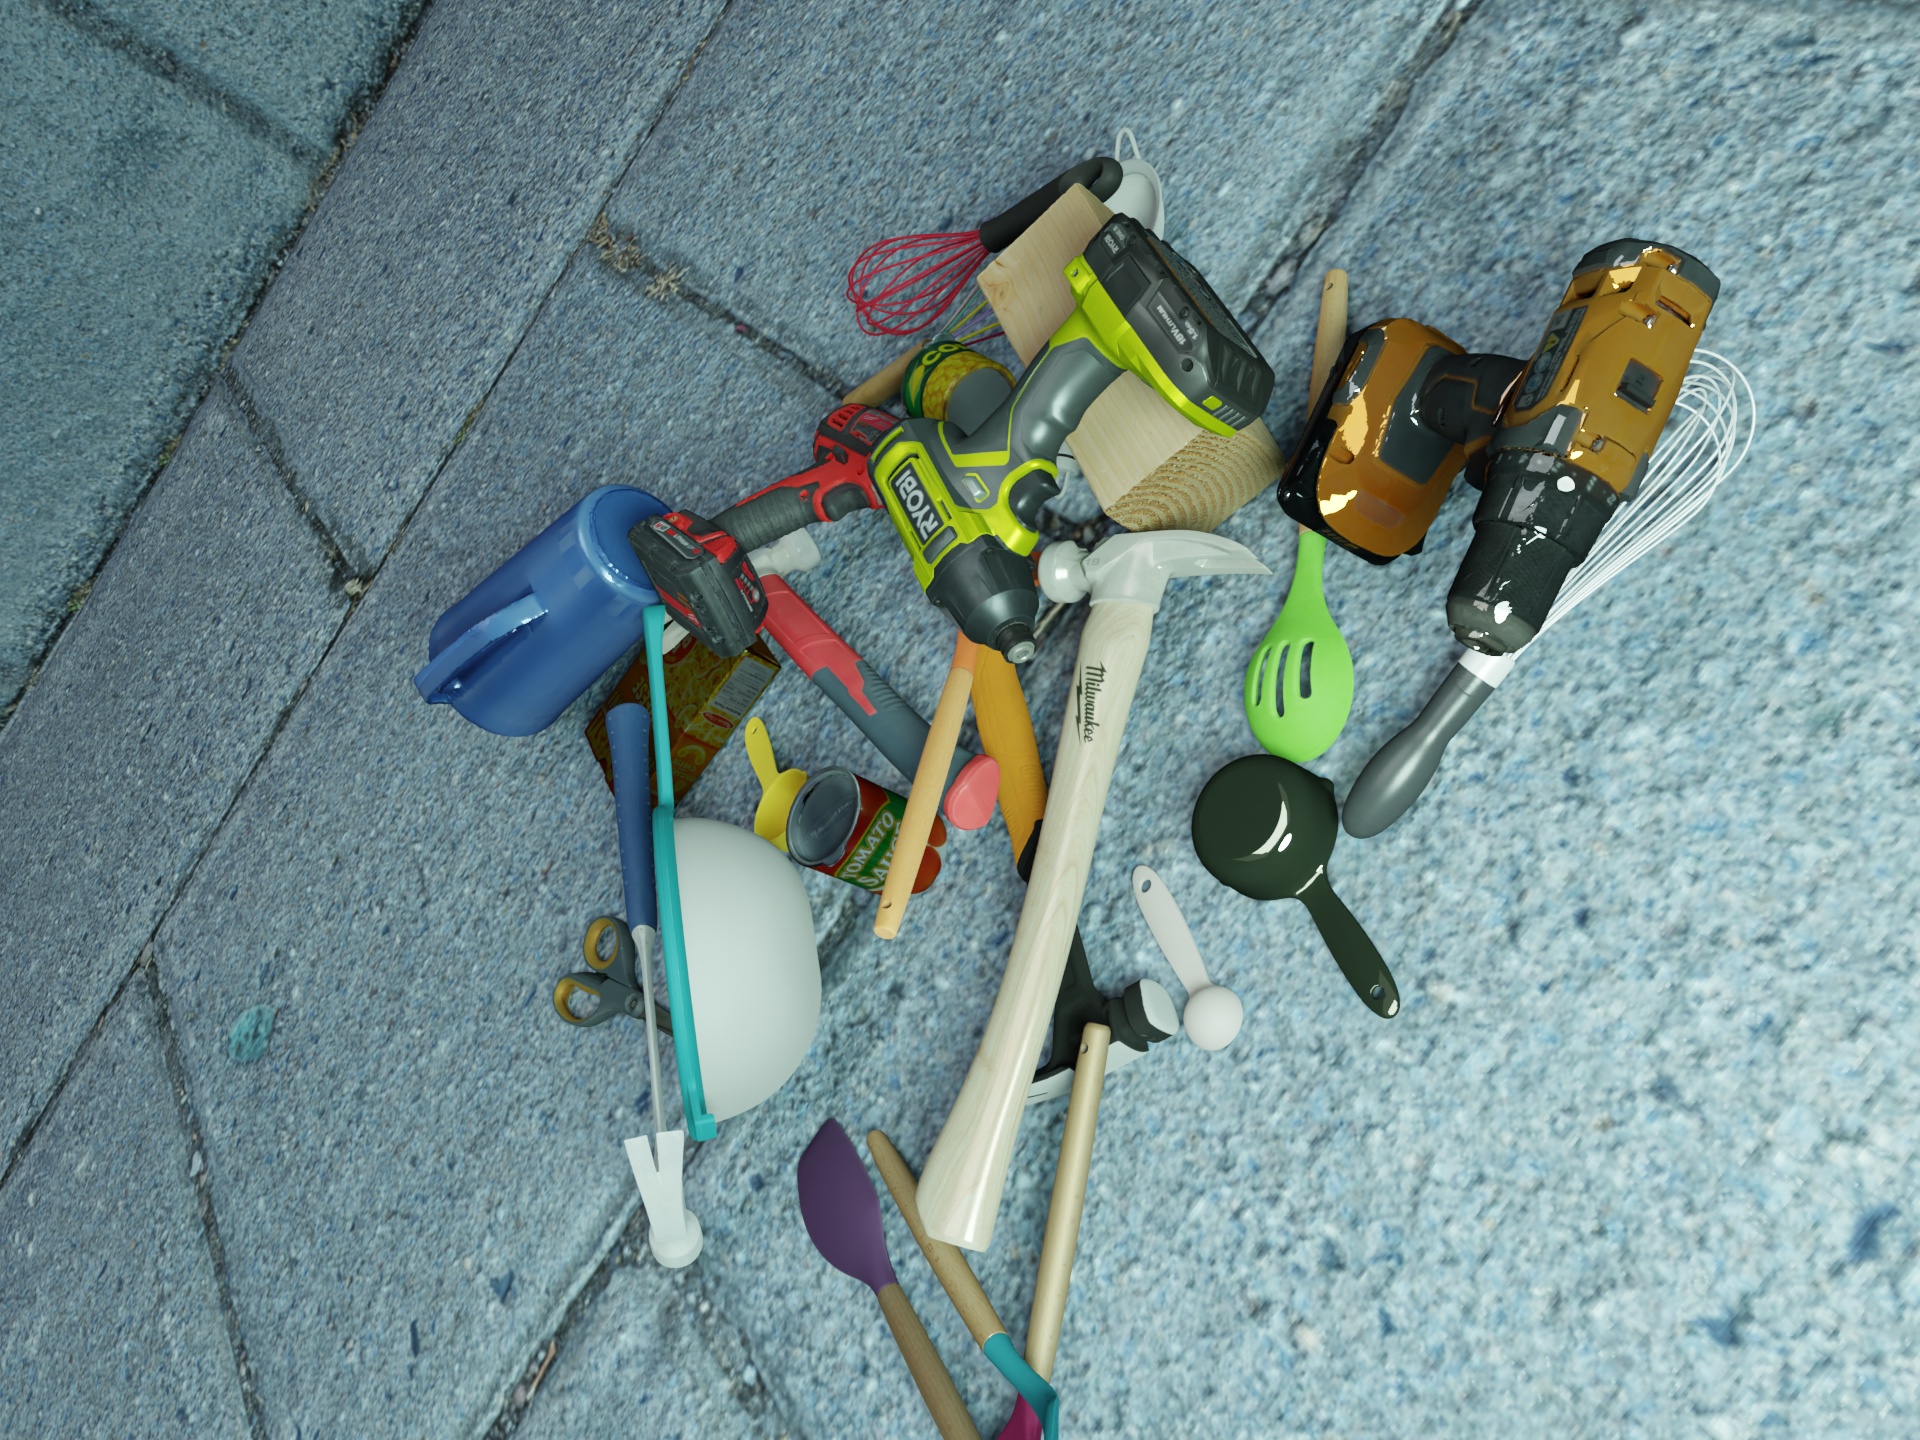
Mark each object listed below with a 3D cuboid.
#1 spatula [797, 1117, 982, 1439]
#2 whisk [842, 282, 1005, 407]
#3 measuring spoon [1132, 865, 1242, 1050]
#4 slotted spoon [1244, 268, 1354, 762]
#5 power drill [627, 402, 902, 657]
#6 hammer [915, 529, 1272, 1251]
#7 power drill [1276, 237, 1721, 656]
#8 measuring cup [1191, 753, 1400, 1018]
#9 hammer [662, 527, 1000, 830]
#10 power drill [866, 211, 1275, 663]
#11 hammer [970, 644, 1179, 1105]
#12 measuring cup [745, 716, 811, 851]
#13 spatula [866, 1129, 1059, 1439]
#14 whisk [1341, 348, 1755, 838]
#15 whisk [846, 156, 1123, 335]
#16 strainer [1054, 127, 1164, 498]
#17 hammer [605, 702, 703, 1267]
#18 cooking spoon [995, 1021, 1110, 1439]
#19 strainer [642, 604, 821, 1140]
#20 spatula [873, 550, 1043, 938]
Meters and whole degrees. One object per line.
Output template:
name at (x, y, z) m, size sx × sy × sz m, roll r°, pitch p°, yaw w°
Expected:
spatula at (-0.032, 0.338, 0.883) m, size 0.060 × 0.018 × 0.316 m, roll -56°, pitch 35°, yaw 9°
whisk at (-0.008, -0.281, 1.179) m, size 0.245 × 0.051 × 0.047 m, roll -24°, pitch 73°, yaw 43°
measuring spoon at (0.116, 0.124, 0.864) m, size 0.034 × 0.018 × 0.124 m, roll -44°, pitch 44°, yaw 20°
slotted spoon at (0.201, -0.127, 0.908) m, size 0.070 × 0.031 × 0.314 m, roll -12°, pitch 60°, yaw 44°
power drill at (-0.113, -0.145, 1.141) m, size 0.219 × 0.078 × 0.143 m, roll -36°, pitch 39°, yaw -17°
hammer at (0.062, 0.084, 0.878) m, size 0.146 × 0.038 × 0.411 m, roll 2°, pitch 70°, yaw 42°
power drill at (0.240, -0.121, 0.763) m, size 0.185 × 0.084 × 0.226 m, roll -65°, pitch 17°, yaw -3°
measuring cup at (0.172, 0.083, 0.813) m, size 0.083 × 0.038 × 0.168 m, roll -45°, pitch 42°, yaw 18°
hammer at (-0.094, -0.024, 1.078) m, size 0.143 × 0.038 × 0.387 m, roll -34°, pitch 38°, yaw -10°
power drill at (0.057, -0.153, 0.891) m, size 0.223 × 0.080 × 0.171 m, roll -43°, pitch 56°, yaw 25°
hammer at (0.036, 0.063, 0.965) m, size 0.127 × 0.034 × 0.337 m, roll -34°, pitch 49°, yaw 27°
measuring cup at (-0.131, 0.042, 1.157) m, size 0.062 × 0.029 × 0.157 m, roll -51°, pitch 31°, yaw 12°
spatula at (-0.002, 0.310, 0.828) m, size 0.318 × 0.044 × 0.082 m, roll -138°, pitch 40°, yaw -59°
whisk at (0.276, -0.055, 0.773) m, size 0.284 × 0.070 × 0.070 m, roll -55°, pitch 42°, yaw 15°
whisk at (0.010, -0.348, 1.164) m, size 0.296 × 0.073 × 0.073 m, roll -10°, pitch 62°, yaw 49°
strainer at (0.097, -0.272, 1.079) m, size 0.087 × 0.050 × 0.258 m, roll 5°, pitch 79°, yaw 55°
hammer at (-0.217, 0.153, 1.094) m, size 0.144 × 0.035 × 0.406 m, roll 95°, pitch 165°, yaw -52°
cooking spoon at (0.043, 0.315, 0.814) m, size 0.069 × 0.017 × 0.319 m, roll -3°, pitch 73°, yaw 57°
strainer at (-0.145, 0.090, 1.019) m, size 0.211 × 0.095 × 0.340 m, roll 137°, pitch 127°, yaw -79°
spatula at (-0.002, -0.003, 0.950) m, size 0.081 × 0.041 × 0.323 m, roll -2°, pitch 48°, yaw 22°
